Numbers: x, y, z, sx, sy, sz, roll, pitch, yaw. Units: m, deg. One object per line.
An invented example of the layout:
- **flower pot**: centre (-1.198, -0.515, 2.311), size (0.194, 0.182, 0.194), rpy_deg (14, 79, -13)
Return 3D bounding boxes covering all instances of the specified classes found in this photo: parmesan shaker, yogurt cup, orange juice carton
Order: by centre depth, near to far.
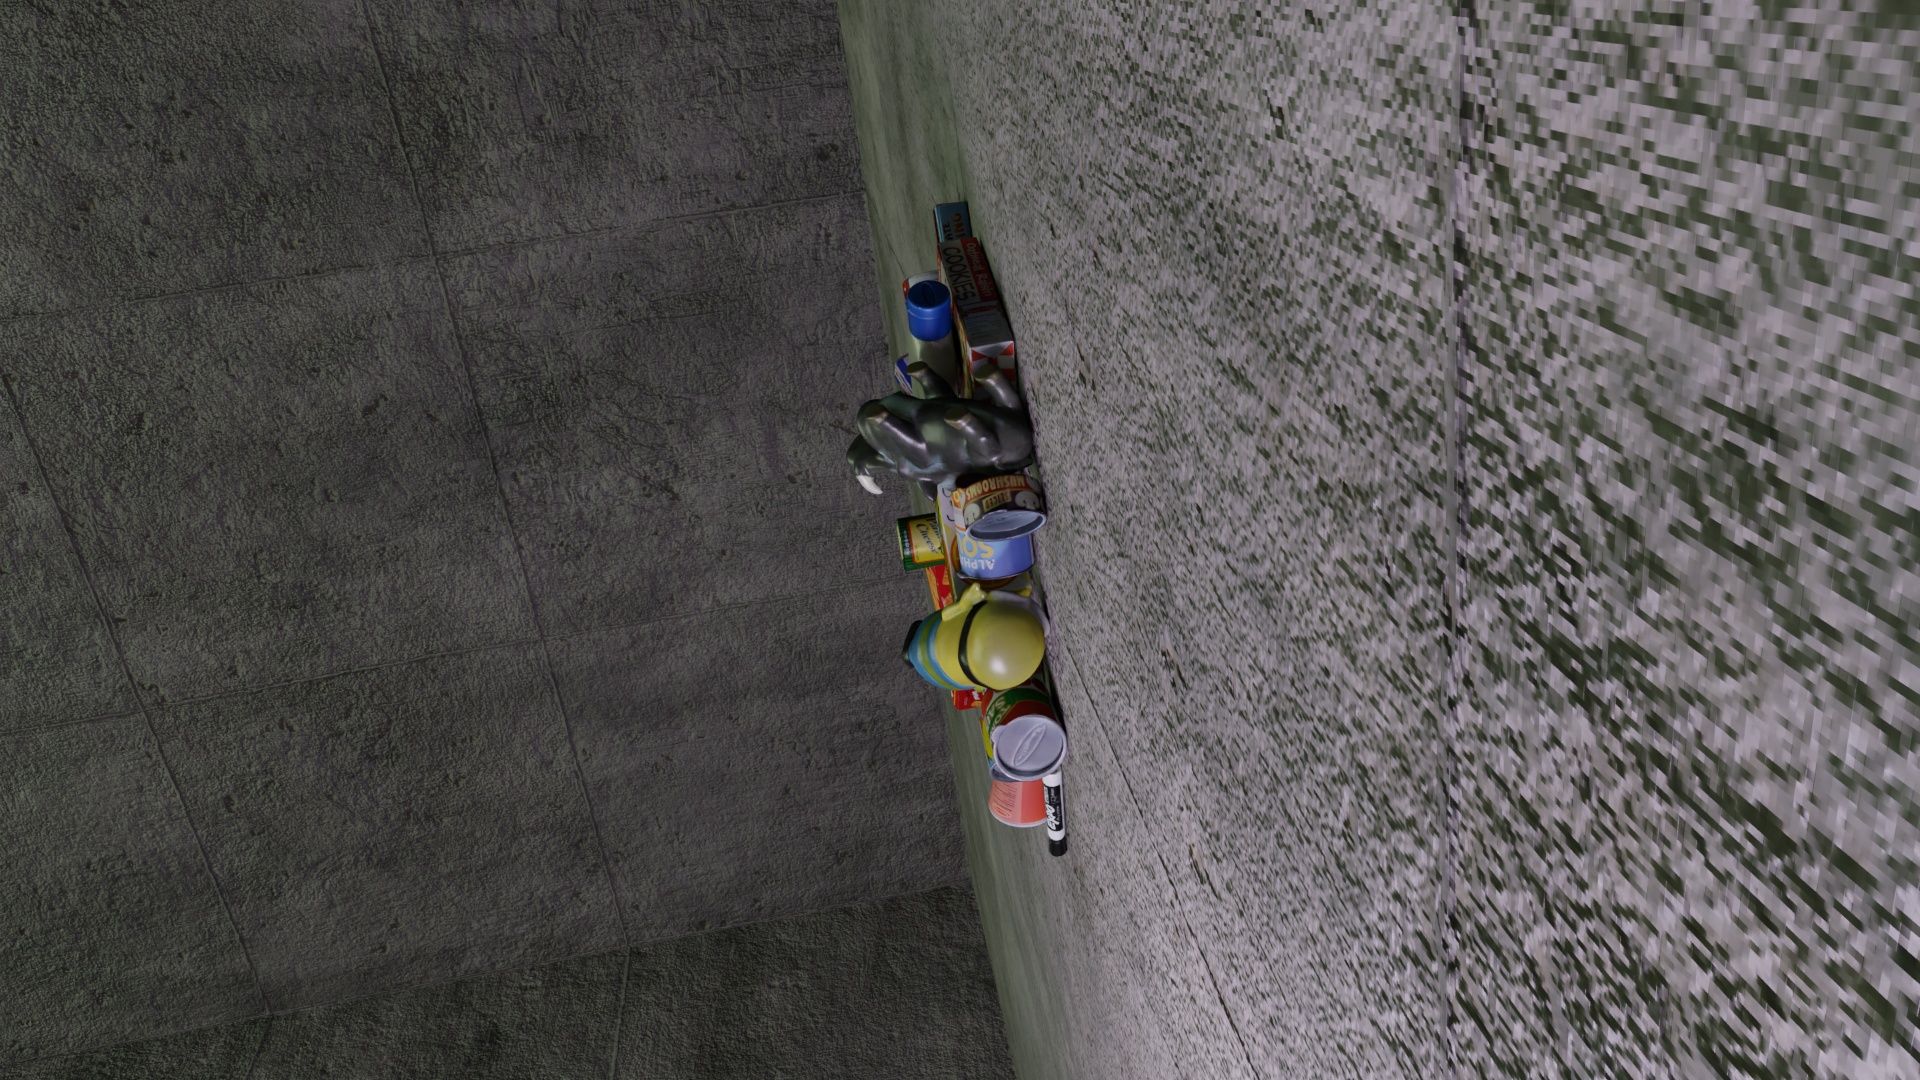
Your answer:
- **orange juice carton**: centre (0.014, -0.033, 1.324), size (0.071, 0.073, 0.193), rpy_deg (95, 165, -74)
- **yogurt cup**: centre (0.062, 0.245, 1.392), size (0.073, 0.072, 0.053), rpy_deg (-107, 17, -61)
- **parmesan shaker**: centre (-0.022, 0.000, 1.685), size (0.071, 0.103, 0.071), rpy_deg (174, 86, -86)

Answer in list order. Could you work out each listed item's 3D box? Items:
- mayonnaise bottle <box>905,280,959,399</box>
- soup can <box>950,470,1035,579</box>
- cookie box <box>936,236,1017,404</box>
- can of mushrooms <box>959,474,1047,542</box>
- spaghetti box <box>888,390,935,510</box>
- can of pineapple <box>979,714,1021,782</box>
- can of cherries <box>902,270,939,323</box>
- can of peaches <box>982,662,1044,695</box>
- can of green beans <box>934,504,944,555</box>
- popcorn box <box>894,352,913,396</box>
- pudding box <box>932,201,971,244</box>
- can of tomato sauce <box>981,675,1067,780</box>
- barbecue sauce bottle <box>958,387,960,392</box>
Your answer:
- **mayonnaise bottle**: centre (-0.023, -0.158, 1.197), size (0.147, 0.041, 0.065), rpy_deg (87, 170, -53)
- **soup can**: centre (0.025, -0.015, 1.213), size (0.071, 0.071, 0.083), rpy_deg (-113, 14, -73)
- **cookie box**: centre (0.015, -0.168, 1.211), size (0.168, 0.040, 0.122), rpy_deg (-104, 6, -47)
- **can of mushrooms**: centre (0.033, -0.026, 1.102), size (0.071, 0.071, 0.033), rpy_deg (92, 169, -70)
- **spaghetti box**: centre (-0.024, -0.058, 1.579), size (0.249, 0.029, 0.050), rpy_deg (63, 174, -32)
- **can of pineapple**: centre (0.056, 0.193, 1.342), size (0.070, 0.071, 0.058), rpy_deg (87, 173, -57)
- **can of cherries**: centre (-0.022, -0.233, 1.385), size (0.071, 0.071, 0.058), rpy_deg (118, 142, -83)
- **can of peaches**: centre (0.045, 0.114, 1.340), size (0.071, 0.058, 0.071), rpy_deg (174, 85, -86)
- **can of green beans**: centre (0.008, -0.019, 1.488), size (0.071, 0.071, 0.057), rpy_deg (-113, 14, -72)
- **popcorn box**: centre (-0.023, -0.143, 1.504), size (0.126, 0.038, 0.085), rpy_deg (57, 174, 2)
- **pudding box**: centre (-0.005, -0.275, 1.307), size (0.050, 0.030, 0.083), rpy_deg (-119, 20, -81)
- **can of tomato sauce**: centre (0.054, 0.166, 1.254), size (0.083, 0.071, 0.071), rpy_deg (-109, 10, -67)
- **barbecue sauce bottle**: centre (-0.018, -0.196, 1.587), size (0.148, 0.044, 0.065), rpy_deg (93, 160, -75)
